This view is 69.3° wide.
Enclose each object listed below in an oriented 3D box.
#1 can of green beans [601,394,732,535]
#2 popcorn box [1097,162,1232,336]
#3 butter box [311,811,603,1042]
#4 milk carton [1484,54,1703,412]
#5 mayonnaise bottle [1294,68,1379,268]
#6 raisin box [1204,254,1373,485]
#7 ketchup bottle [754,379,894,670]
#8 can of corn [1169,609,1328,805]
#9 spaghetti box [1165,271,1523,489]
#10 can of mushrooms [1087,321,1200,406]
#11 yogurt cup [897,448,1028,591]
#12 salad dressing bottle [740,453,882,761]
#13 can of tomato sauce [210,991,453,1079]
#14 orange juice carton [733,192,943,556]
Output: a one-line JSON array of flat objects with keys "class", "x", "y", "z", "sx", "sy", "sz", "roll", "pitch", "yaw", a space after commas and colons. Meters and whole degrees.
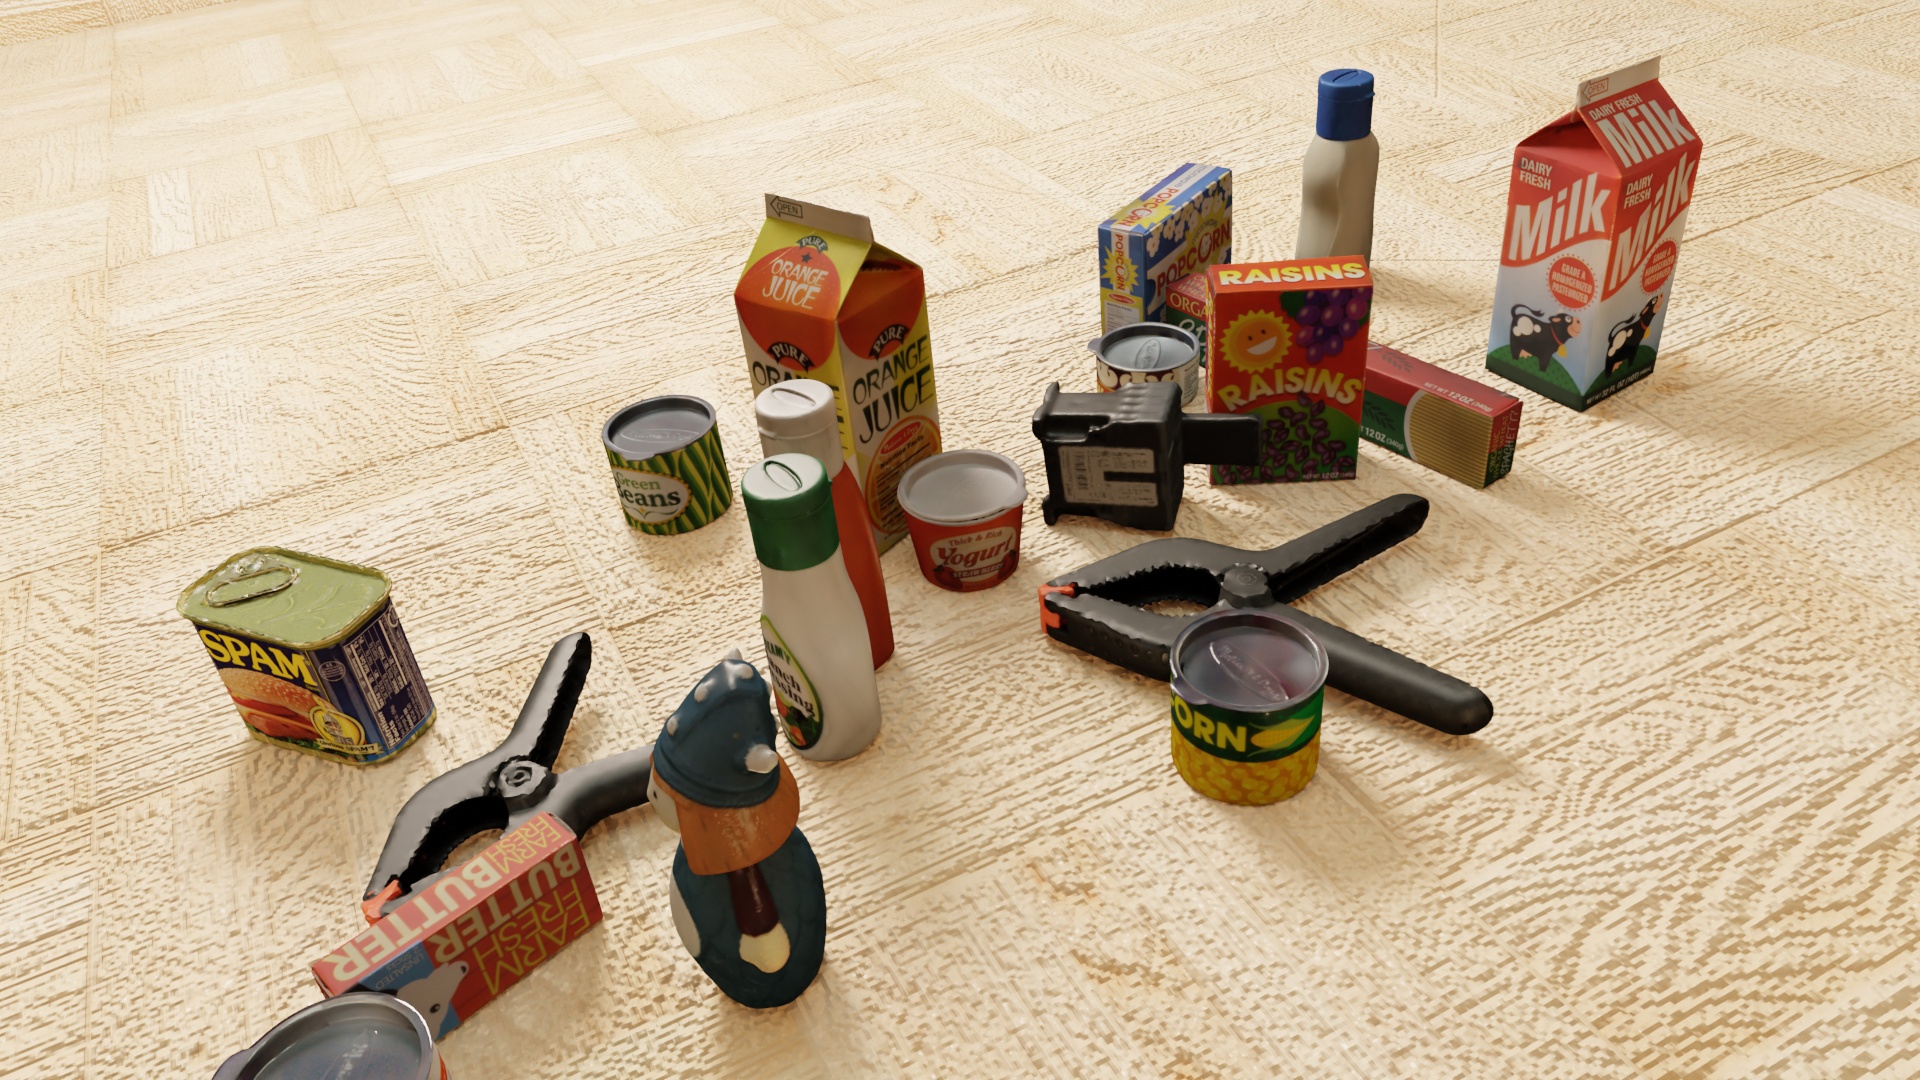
[{"class": "can of green beans", "x": -0.171, "y": -0.044, "z": 0.815, "sx": 0.071, "sy": 0.057, "sz": 0.071, "roll": -4, "pitch": 36, "yaw": 3}, {"class": "popcorn box", "x": 0.143, "y": -0.198, "z": 0.959, "sx": 0.038, "sy": 0.084, "sz": 0.127, "roll": 19, "pitch": 43, "yaw": 31}, {"class": "butter box", "x": -0.193, "y": 0.157, "z": 0.543, "sx": 0.024, "sy": 0.052, "sz": 0.104, "roll": 26, "pitch": 47, "yaw": 37}, {"class": "milk carton", "x": 0.369, "y": -0.181, "z": 0.811, "sx": 0.072, "sy": 0.189, "sz": 0.073, "roll": -24, "pitch": 39, "yaw": -24}, {"class": "mayonnaise bottle", "x": 0.260, "y": -0.245, "z": 0.954, "sx": 0.041, "sy": 0.147, "sz": 0.065, "roll": 26, "pitch": 47, "yaw": 37}, {"class": "raisin box", "x": 0.181, "y": -0.093, "z": 0.775, "sx": 0.086, "sy": 0.122, "sz": 0.040, "roll": -2, "pitch": 36, "yaw": 6}, {"class": "ketchup bottle", "x": -0.069, "y": -0.004, "z": 0.666, "sx": 0.065, "sy": 0.148, "sz": 0.044, "roll": 24, "pitch": 45, "yaw": 35}, {"class": "can of corn", "x": 0.123, "y": 0.074, "z": 0.607, "sx": 0.071, "sy": 0.058, "sz": 0.071, "roll": -4, "pitch": 36, "yaw": 3}, {"class": "spaghetti box", "x": 0.221, "y": -0.103, "z": 0.845, "sx": 0.029, "sy": 0.050, "sz": 0.250, "roll": -28, "pitch": 41, "yaw": -28}, {"class": "can of mushrooms", "x": 0.117, "y": -0.110, "z": 0.885, "sx": 0.071, "sy": 0.033, "sz": 0.071, "roll": -4, "pitch": 36, "yaw": 3}, {"class": "yogurt cup", "x": 0.003, "y": -0.009, "z": 0.744, "sx": 0.072, "sy": 0.053, "sz": 0.073, "roll": -4, "pitch": 36, "yaw": 3}, {"class": "salad dressing bottle", "x": -0.067, "y": 0.032, "z": 0.617, "sx": 0.044, "sy": 0.146, "sz": 0.064, "roll": -24, "pitch": 39, "yaw": -24}, {"class": "can of tomato sauce", "x": -0.196, "y": 0.202, "z": 0.455, "sx": 0.071, "sy": 0.082, "sz": 0.071, "roll": -4, "pitch": 36, "yaw": 3}, {"class": "orange juice carton", "x": -0.064, "y": -0.091, "z": 0.749, "sx": 0.072, "sy": 0.191, "sz": 0.073, "roll": 20, "pitch": 43, "yaw": 32}]
